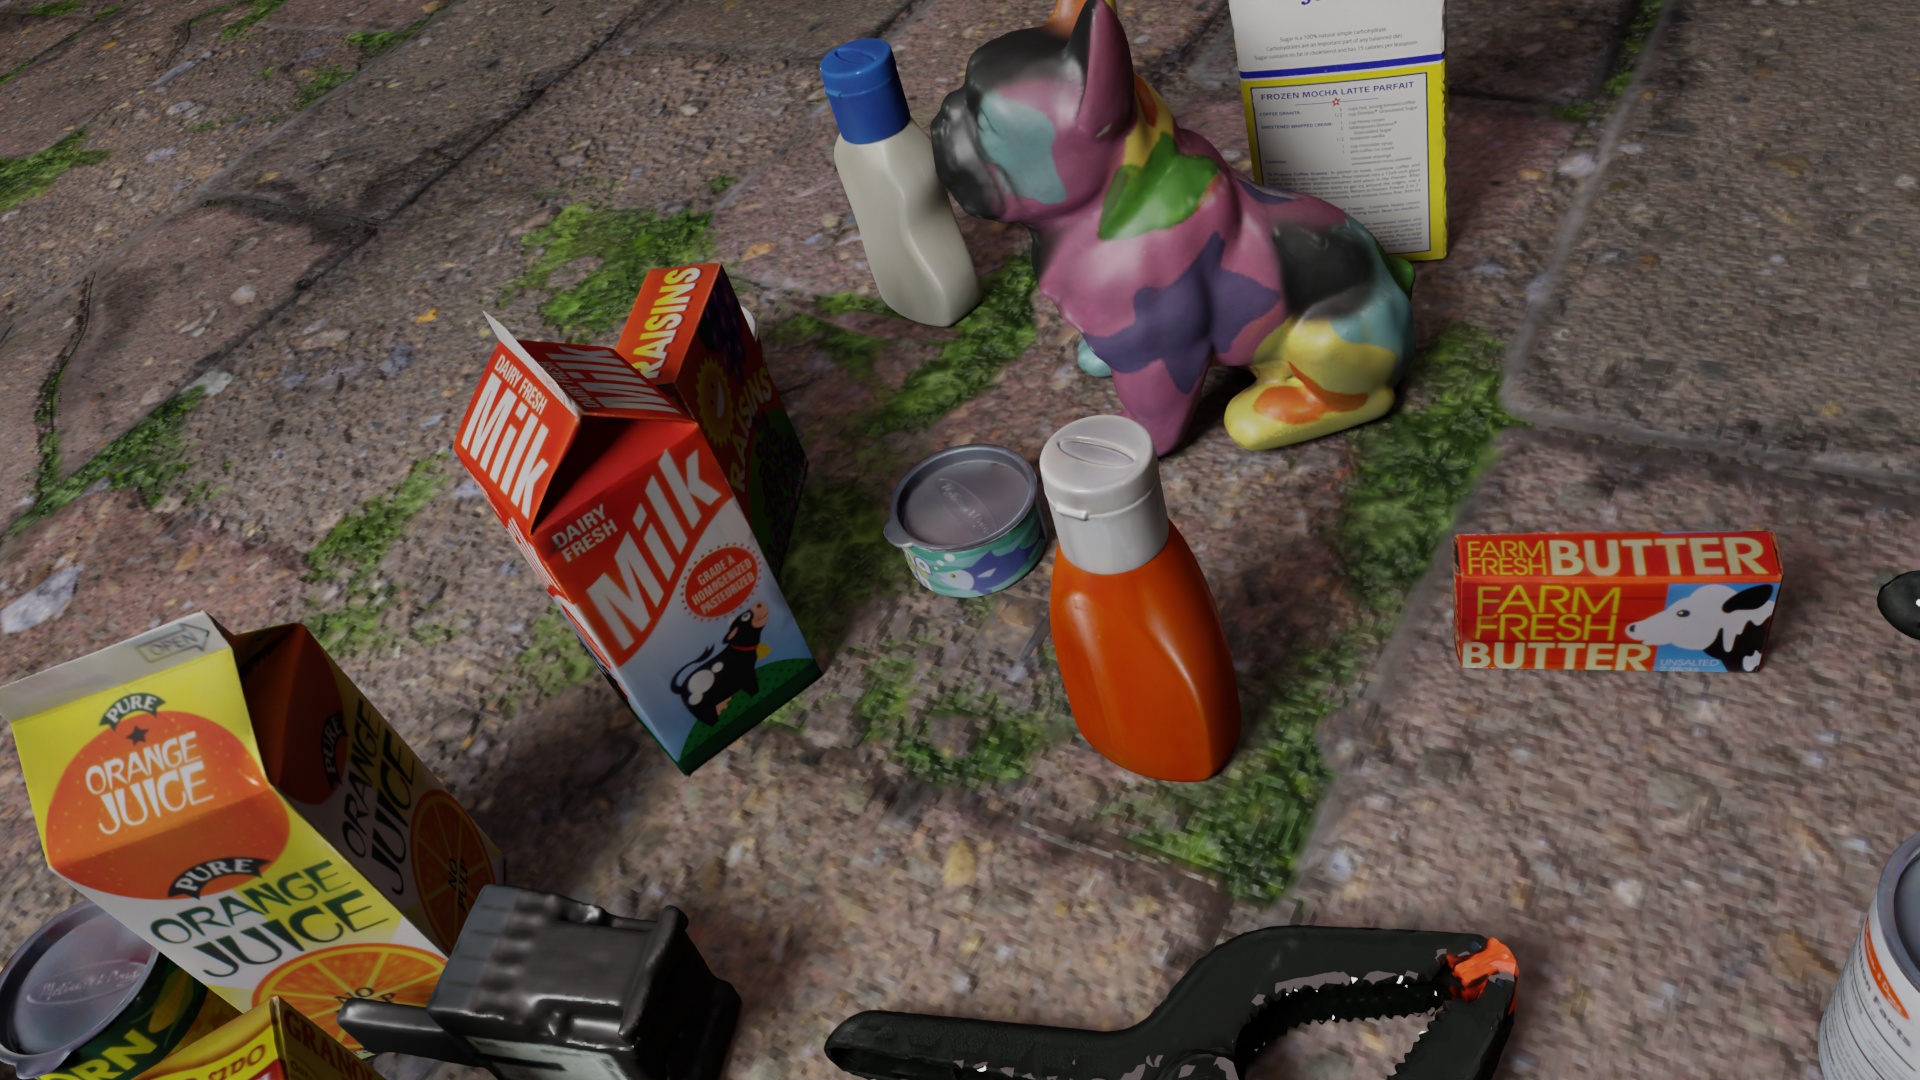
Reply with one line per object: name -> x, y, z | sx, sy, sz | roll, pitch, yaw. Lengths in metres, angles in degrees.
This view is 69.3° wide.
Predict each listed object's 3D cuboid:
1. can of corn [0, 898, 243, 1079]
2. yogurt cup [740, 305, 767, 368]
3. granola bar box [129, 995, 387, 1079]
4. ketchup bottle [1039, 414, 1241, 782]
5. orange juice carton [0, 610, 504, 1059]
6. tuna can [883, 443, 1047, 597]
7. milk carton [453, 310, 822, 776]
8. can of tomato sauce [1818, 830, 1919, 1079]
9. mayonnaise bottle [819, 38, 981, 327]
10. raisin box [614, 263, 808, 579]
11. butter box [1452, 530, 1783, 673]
can of corn -> -0.311, 0.176, 0.515 | 0.071, 0.058, 0.071 | -9, 45, 9
yogurt cup -> -0.129, -0.081, 0.713 | 0.072, 0.053, 0.073 | -9, 45, 9
granola bar box -> -0.239, 0.218, 0.402 | 0.166, 0.123, 0.039 | -30, 45, -12
ketchup bottle -> 0.059, 0.023, 0.480 | 0.065, 0.148, 0.044 | 17, 54, 32
orange juice carton -> -0.231, 0.098, 0.470 | 0.072, 0.191, 0.073 | -19, 44, 0
tuna can -> 0.002, -0.008, 0.612 | 0.071, 0.032, 0.071 | -9, 45, 9
milk carton -> -0.127, -0.002, 0.536 | 0.074, 0.189, 0.072 | -37, 47, -18
can of tomato sauce -> 0.269, 0.122, 0.360 | 0.071, 0.082, 0.071 | -9, 45, 10
mayonnaise bottle -> -0.033, -0.181, 0.713 | 0.041, 0.147, 0.065 | -41, 48, -22
raisin box -> -0.113, -0.050, 0.627 | 0.040, 0.122, 0.086 | -5, 46, 14
butter box -> 0.229, 0.022, 0.493 | 0.103, 0.053, 0.024 | 0, 47, 18
